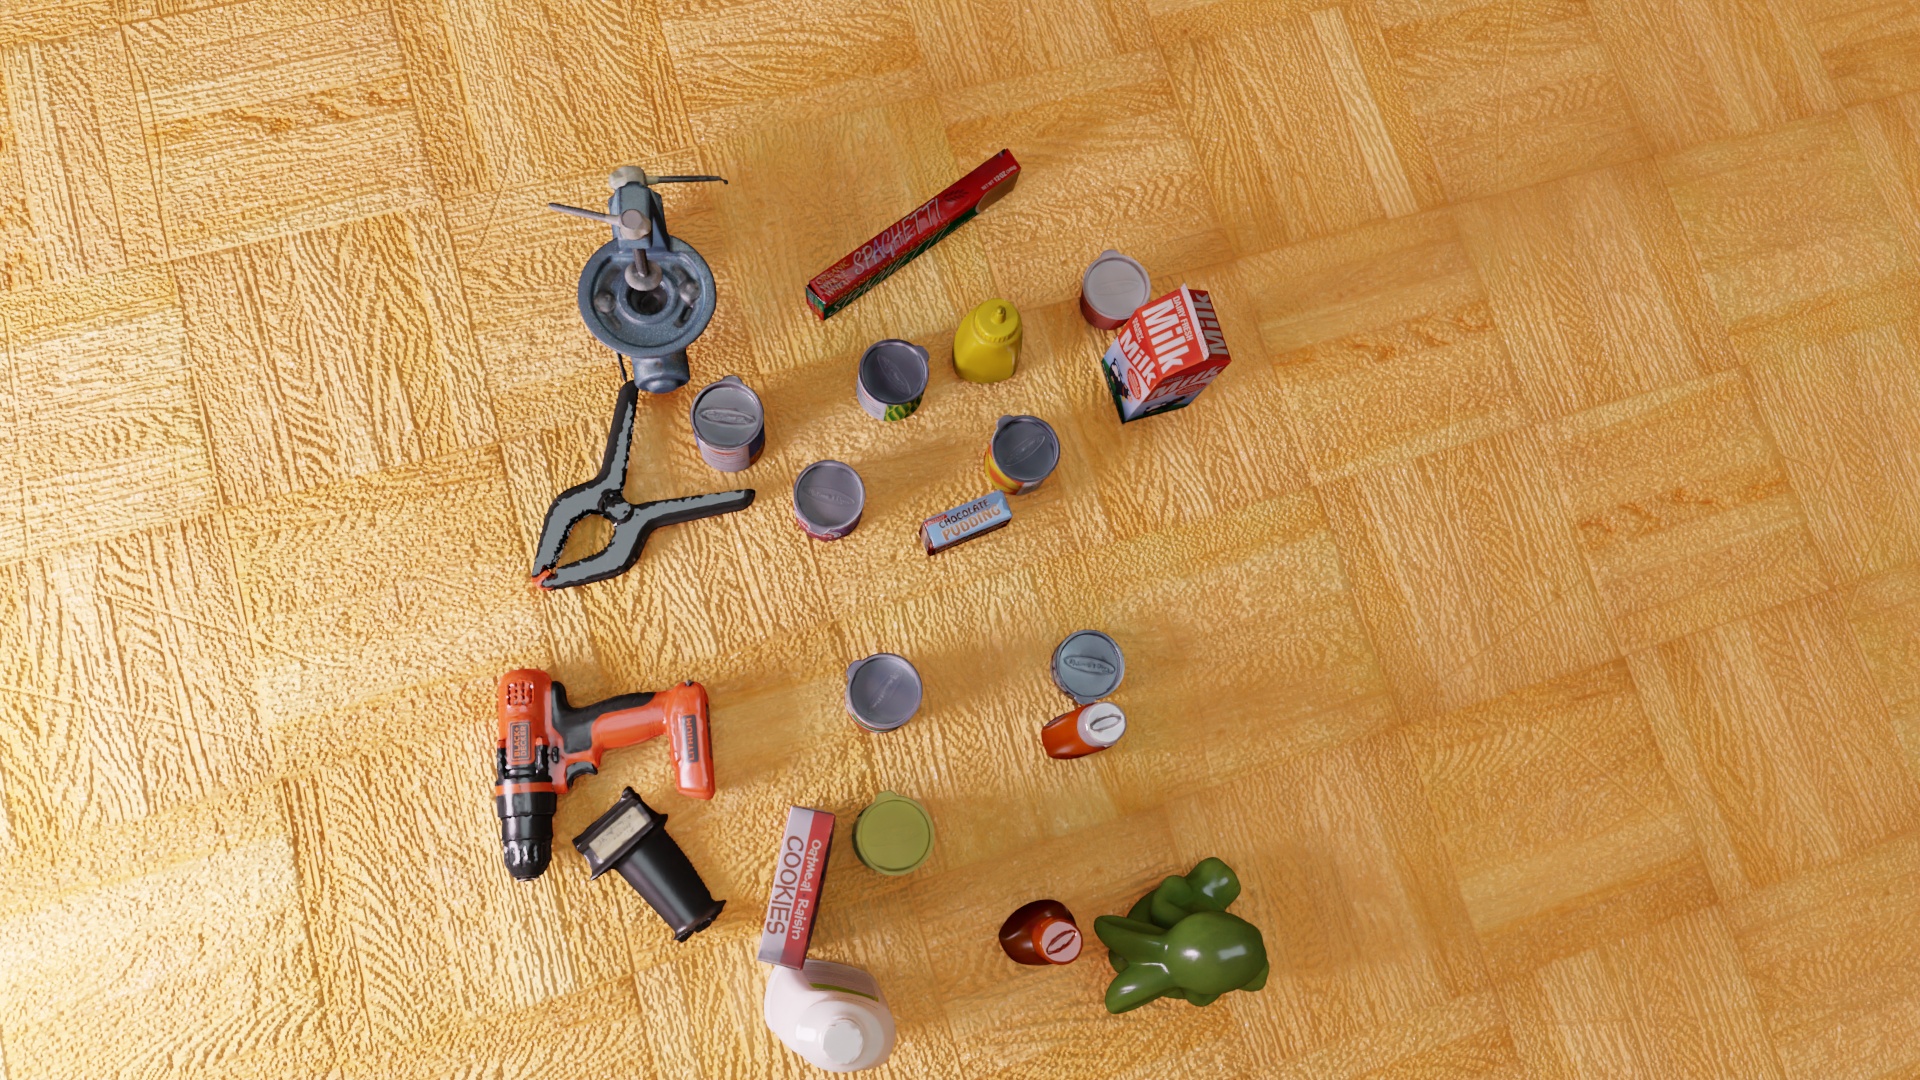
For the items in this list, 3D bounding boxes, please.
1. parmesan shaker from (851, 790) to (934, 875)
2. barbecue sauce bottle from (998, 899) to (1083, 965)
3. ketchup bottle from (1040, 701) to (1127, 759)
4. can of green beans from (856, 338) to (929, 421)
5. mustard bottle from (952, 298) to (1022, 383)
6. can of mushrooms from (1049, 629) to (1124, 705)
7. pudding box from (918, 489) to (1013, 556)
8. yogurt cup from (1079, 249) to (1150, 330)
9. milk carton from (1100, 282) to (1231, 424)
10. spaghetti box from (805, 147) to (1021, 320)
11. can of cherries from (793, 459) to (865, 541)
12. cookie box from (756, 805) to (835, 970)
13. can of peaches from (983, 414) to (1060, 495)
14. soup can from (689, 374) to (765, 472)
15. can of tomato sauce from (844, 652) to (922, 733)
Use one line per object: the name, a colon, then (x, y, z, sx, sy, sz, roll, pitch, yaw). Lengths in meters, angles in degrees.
parmesan shaker: (-0.061, 0.256, 1.217, 0.071, 0.103, 0.071, 1, 78, -7)
barbecue sauce bottle: (0.073, 0.339, 1.192, 0.065, 0.148, 0.043, -32, 84, -12)
ketchup bottle: (0.114, 0.168, 1.235, 0.065, 0.148, 0.043, -17, 81, -10)
can of green beans: (-0.066, -0.153, 1.330, 0.071, 0.057, 0.071, 1, 78, -7)
mustard bottle: (0.030, -0.191, 1.298, 0.065, 0.160, 0.049, 3, 78, -6)
can of mushrooms: (0.118, 0.121, 1.305, 0.071, 0.033, 0.071, 1, 78, -7)
pudding box: (0.005, -0.016, 1.313, 0.084, 0.049, 0.030, -22, 82, -11)
yogurt cup: (0.150, -0.243, 1.379, 0.072, 0.054, 0.072, 1, 78, -7)
milk carton: (0.195, -0.175, 1.299, 0.073, 0.190, 0.072, -16, 81, -10)
spaghetti box: (-0.046, -0.302, 1.370, 0.251, 0.050, 0.029, -37, 85, -13)
can of cherries: (-0.124, -0.034, 1.296, 0.071, 0.058, 0.071, 1, 78, -7)
cookie box: (-0.137, 0.288, 1.168, 0.040, 0.167, 0.123, 12, 77, -4)
can of peaches: (0.057, -0.083, 1.330, 0.071, 0.058, 0.071, 1, 78, -7)
soup can: (-0.214, -0.107, 1.288, 0.071, 0.083, 0.071, 1, 78, -7)
can of tomato sauce: (-0.073, 0.138, 1.252, 0.071, 0.083, 0.071, 1, 78, -7)
